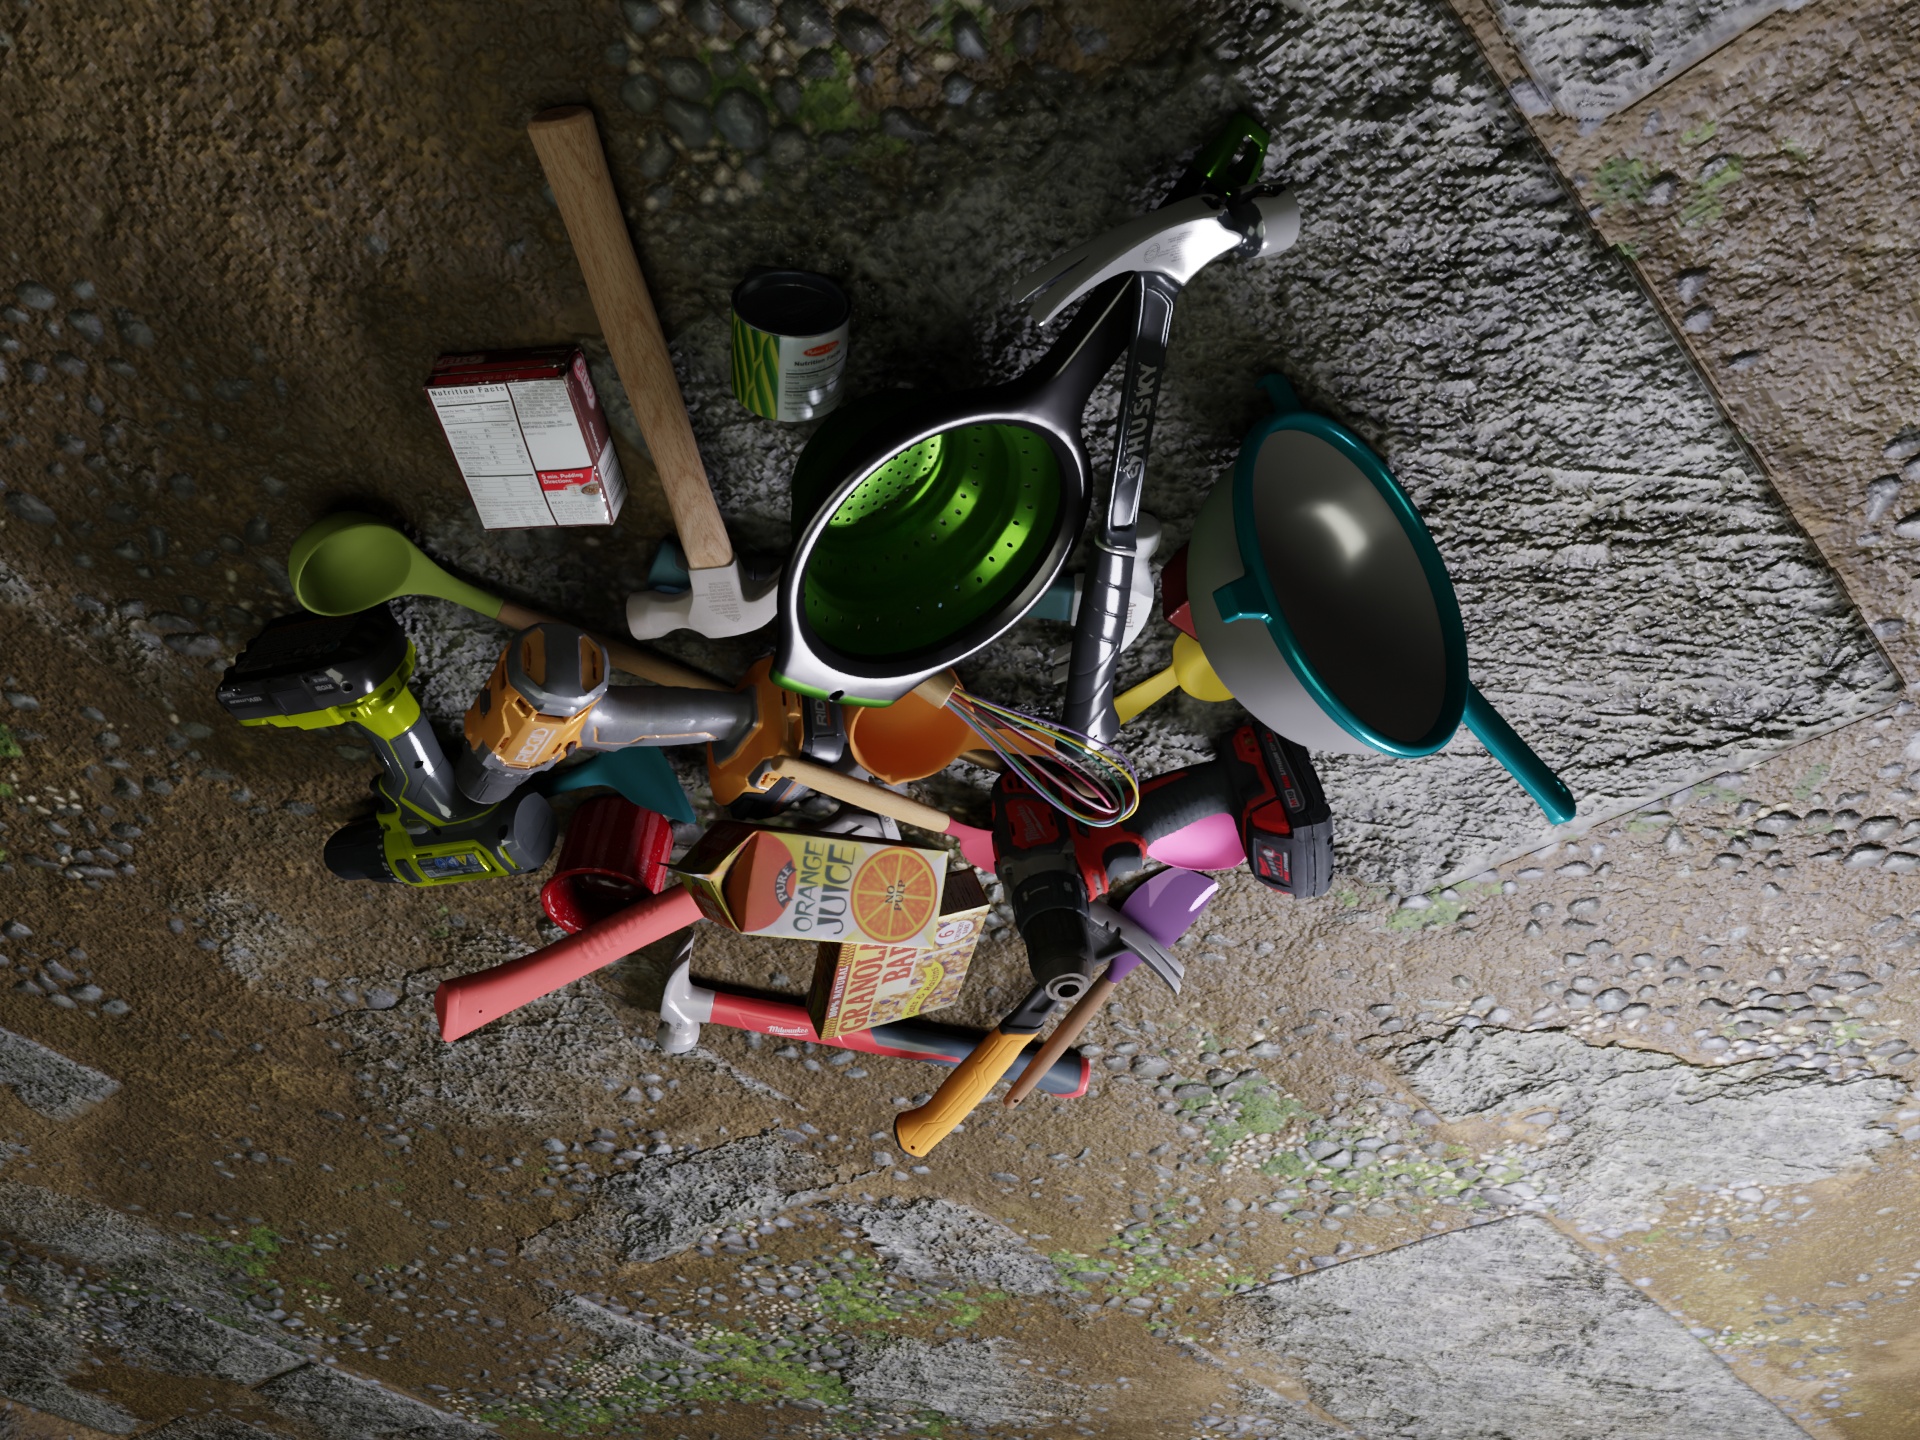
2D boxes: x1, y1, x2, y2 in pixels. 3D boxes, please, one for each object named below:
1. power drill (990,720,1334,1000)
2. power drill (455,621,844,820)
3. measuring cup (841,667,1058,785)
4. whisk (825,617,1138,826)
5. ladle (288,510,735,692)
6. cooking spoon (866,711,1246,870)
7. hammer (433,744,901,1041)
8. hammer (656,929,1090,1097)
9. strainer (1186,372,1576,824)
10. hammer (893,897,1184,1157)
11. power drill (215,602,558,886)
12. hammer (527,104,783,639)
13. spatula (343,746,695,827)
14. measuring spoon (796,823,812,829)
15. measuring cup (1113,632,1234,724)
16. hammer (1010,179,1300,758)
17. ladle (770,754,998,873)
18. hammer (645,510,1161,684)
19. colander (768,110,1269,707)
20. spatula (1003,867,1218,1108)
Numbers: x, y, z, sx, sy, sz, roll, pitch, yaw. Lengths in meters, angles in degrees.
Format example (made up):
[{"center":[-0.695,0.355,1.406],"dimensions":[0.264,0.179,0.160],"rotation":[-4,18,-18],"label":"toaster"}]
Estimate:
[{"center":[0.136,0.093,1.086],"dimensions":[0.226,0.188,0.080],"rotation":[-12,134,2],"label":"power drill"},{"center":[-0.214,0.013,1.056],"dimensions":[0.226,0.084,0.185],"rotation":[8,150,-31],"label":"power drill"},{"center":[-0.002,-0.004,1.109],"dimensions":[0.173,0.052,0.095],"rotation":[6,123,-27],"label":"measuring cup"},{"center":[0.009,-0.002,1.032],"dimensions":[0.245,0.051,0.047],"rotation":[32,155,-5],"label":"whisk"},{"center":[-0.287,-0.058,1.073],"dimensions":[0.320,0.062,0.078],"rotation":[22,122,-20],"label":"ladle"},{"center":[0.077,0.047,1.174],"dimensions":[0.318,0.017,0.068],"rotation":[20,125,-16],"label":"cooking spoon"},{"center":[-0.214,0.147,1.178],"dimensions":[0.359,0.037,0.149],"rotation":[-26,135,-9],"label":"hammer"},{"center":[-0.070,0.272,1.406],"dimensions":[0.386,0.038,0.143],"rotation":[12,134,-7],"label":"hammer"},{"center":[0.240,-0.029,0.947],"dimensions":[0.340,0.211,0.095],"rotation":[40,137,-26],"label":"strainer"},{"center":[0.046,0.276,1.350],"dimensions":[0.127,0.034,0.336],"rotation":[35,123,-5],"label":"hammer"},{"center":[-0.423,0.033,1.144],"dimensions":[0.190,0.080,0.228],"rotation":[-8,129,21],"label":"power drill"},{"center":[-0.174,-0.187,0.921],"dimensions":[0.130,0.031,0.331],"rotation":[-5,129,10],"label":"hammer"},{"center":[-0.346,0.062,1.210],"dimensions":[0.317,0.044,0.082],"rotation":[-12,120,19],"label":"spatula"},{"center":[-0.106,0.118,1.272],"dimensions":[0.021,0.011,0.116],"rotation":[-9,138,14],"label":"measuring spoon"},{"center":[0.136,-0.014,1.096],"dimensions":[0.156,0.029,0.062],"rotation":[-33,124,31],"label":"measuring cup"},{"center":[0.089,-0.114,0.923],"dimensions":[0.149,0.036,0.408],"rotation":[-19,144,-19],"label":"hammer"},{"center":[-0.029,0.068,1.124],"dimensions":[0.069,0.031,0.315],"rotation":[-14,157,31],"label":"ladle"},{"center":[-0.041,-0.088,1.036],"dimensions":[0.331,0.033,0.128],"rotation":[4,135,1],"label":"hammer"},{"center":[0.017,-0.183,0.896],"dimensions":[0.204,0.095,0.397],"rotation":[13,124,-49],"label":"colander"},{"center":[0.112,0.230,1.335],"dimensions":[0.059,0.018,0.315],"rotation":[22,124,-14],"label":"spatula"}]
